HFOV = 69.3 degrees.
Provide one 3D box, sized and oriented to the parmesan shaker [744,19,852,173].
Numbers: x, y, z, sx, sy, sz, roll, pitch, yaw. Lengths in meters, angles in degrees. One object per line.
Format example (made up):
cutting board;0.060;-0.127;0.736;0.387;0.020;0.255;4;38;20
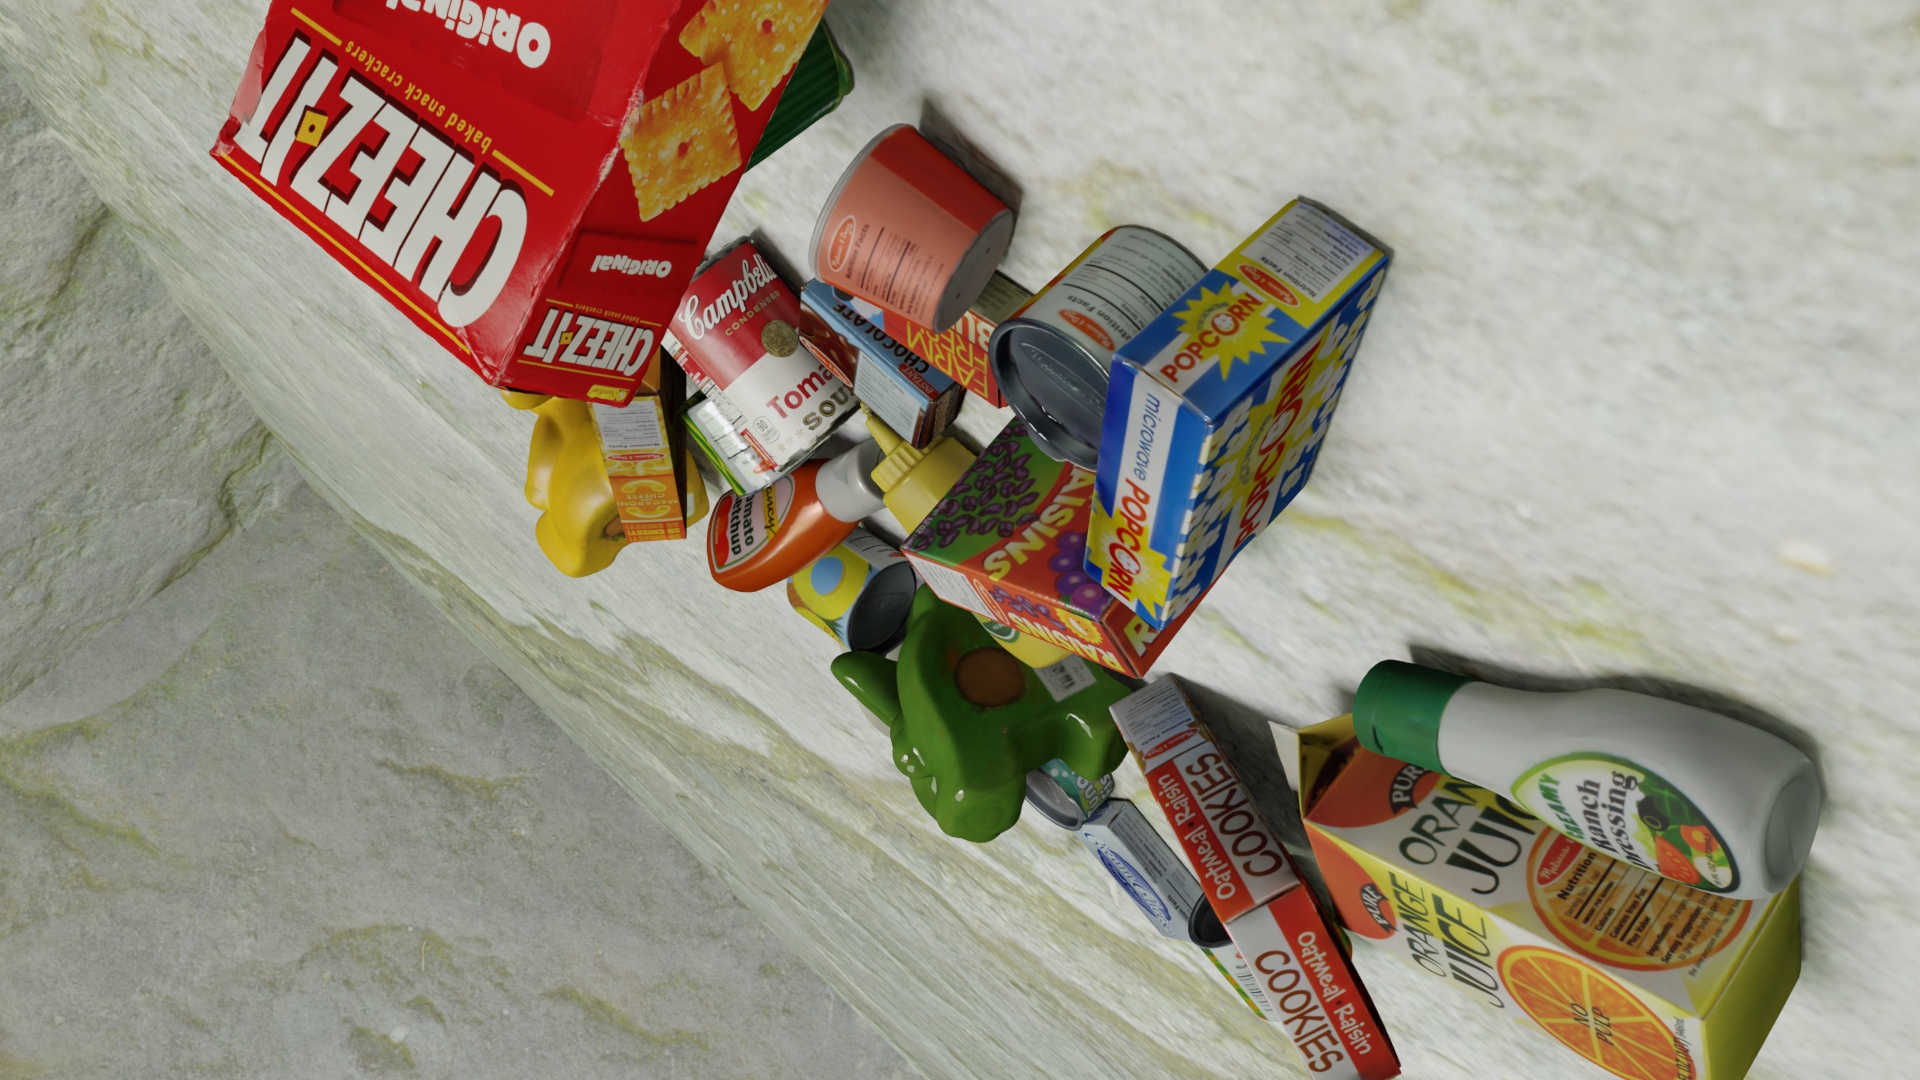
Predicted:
parmesan shaker;-0.102;-0.166;0.533;0.071;0.103;0.071;37;155;21

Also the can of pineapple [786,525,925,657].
can of pineapple;-0.063;0.031;0.833;0.058;0.071;0.070;31;153;34

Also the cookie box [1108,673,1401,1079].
cookie box;0.133;0.154;0.642;0.122;0.040;0.168;59;-176;-26

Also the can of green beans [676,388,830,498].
can of green beans;-0.114;-0.066;0.767;0.057;0.071;0.071;55;156;-17

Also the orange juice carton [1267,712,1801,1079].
orange juice carton;0.200;0.124;0.524;0.193;0.073;0.071;22;147;46

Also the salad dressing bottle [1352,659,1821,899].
salad dressing bottle;0.204;0.074;0.472;0.147;0.044;0.064;15;140;52

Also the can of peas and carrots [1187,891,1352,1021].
can of peas and carrots;0.165;0.210;0.739;0.058;0.071;0.071;51;157;-11

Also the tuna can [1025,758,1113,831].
tuna can;0.061;0.144;0.852;0.071;0.033;0.070;38;156;21

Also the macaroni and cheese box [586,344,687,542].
macaroni and cheese box;-0.182;-0.090;0.791;0.165;0.040;0.124;102;164;-63

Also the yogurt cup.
yogurt cup;-0.016;-0.114;0.523;0.054;0.073;0.072;34;155;8

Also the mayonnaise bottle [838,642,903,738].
mayonnaise bottle;-0.051;0.080;0.932;0.065;0.041;0.147;31;152;29

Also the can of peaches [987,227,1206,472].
can of peaches;0.053;-0.066;0.488;0.071;0.058;0.071;37;156;20

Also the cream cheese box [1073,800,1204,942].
cream cheese box;0.116;0.206;0.870;0.103;0.024;0.053;50;156;-9

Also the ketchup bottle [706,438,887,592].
ketchup bottle;-0.087;-0.017;0.782;0.043;0.065;0.148;18;153;-37

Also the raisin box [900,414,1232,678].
raisin box;0.047;-0.003;0.565;0.123;0.086;0.040;19;151;48

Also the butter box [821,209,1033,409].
butter box;-0.014;-0.103;0.586;0.104;0.024;0.053;37;155;23

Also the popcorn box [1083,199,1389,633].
popcorn box;0.084;-0.036;0.447;0.038;0.085;0.126;39;156;21

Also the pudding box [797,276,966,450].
pudding box;-0.037;-0.087;0.646;0.084;0.030;0.049;42;158;11

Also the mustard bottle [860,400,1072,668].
mustard bottle;0.002;-0.009;0.681;0.160;0.049;0.065;47;156;-2
